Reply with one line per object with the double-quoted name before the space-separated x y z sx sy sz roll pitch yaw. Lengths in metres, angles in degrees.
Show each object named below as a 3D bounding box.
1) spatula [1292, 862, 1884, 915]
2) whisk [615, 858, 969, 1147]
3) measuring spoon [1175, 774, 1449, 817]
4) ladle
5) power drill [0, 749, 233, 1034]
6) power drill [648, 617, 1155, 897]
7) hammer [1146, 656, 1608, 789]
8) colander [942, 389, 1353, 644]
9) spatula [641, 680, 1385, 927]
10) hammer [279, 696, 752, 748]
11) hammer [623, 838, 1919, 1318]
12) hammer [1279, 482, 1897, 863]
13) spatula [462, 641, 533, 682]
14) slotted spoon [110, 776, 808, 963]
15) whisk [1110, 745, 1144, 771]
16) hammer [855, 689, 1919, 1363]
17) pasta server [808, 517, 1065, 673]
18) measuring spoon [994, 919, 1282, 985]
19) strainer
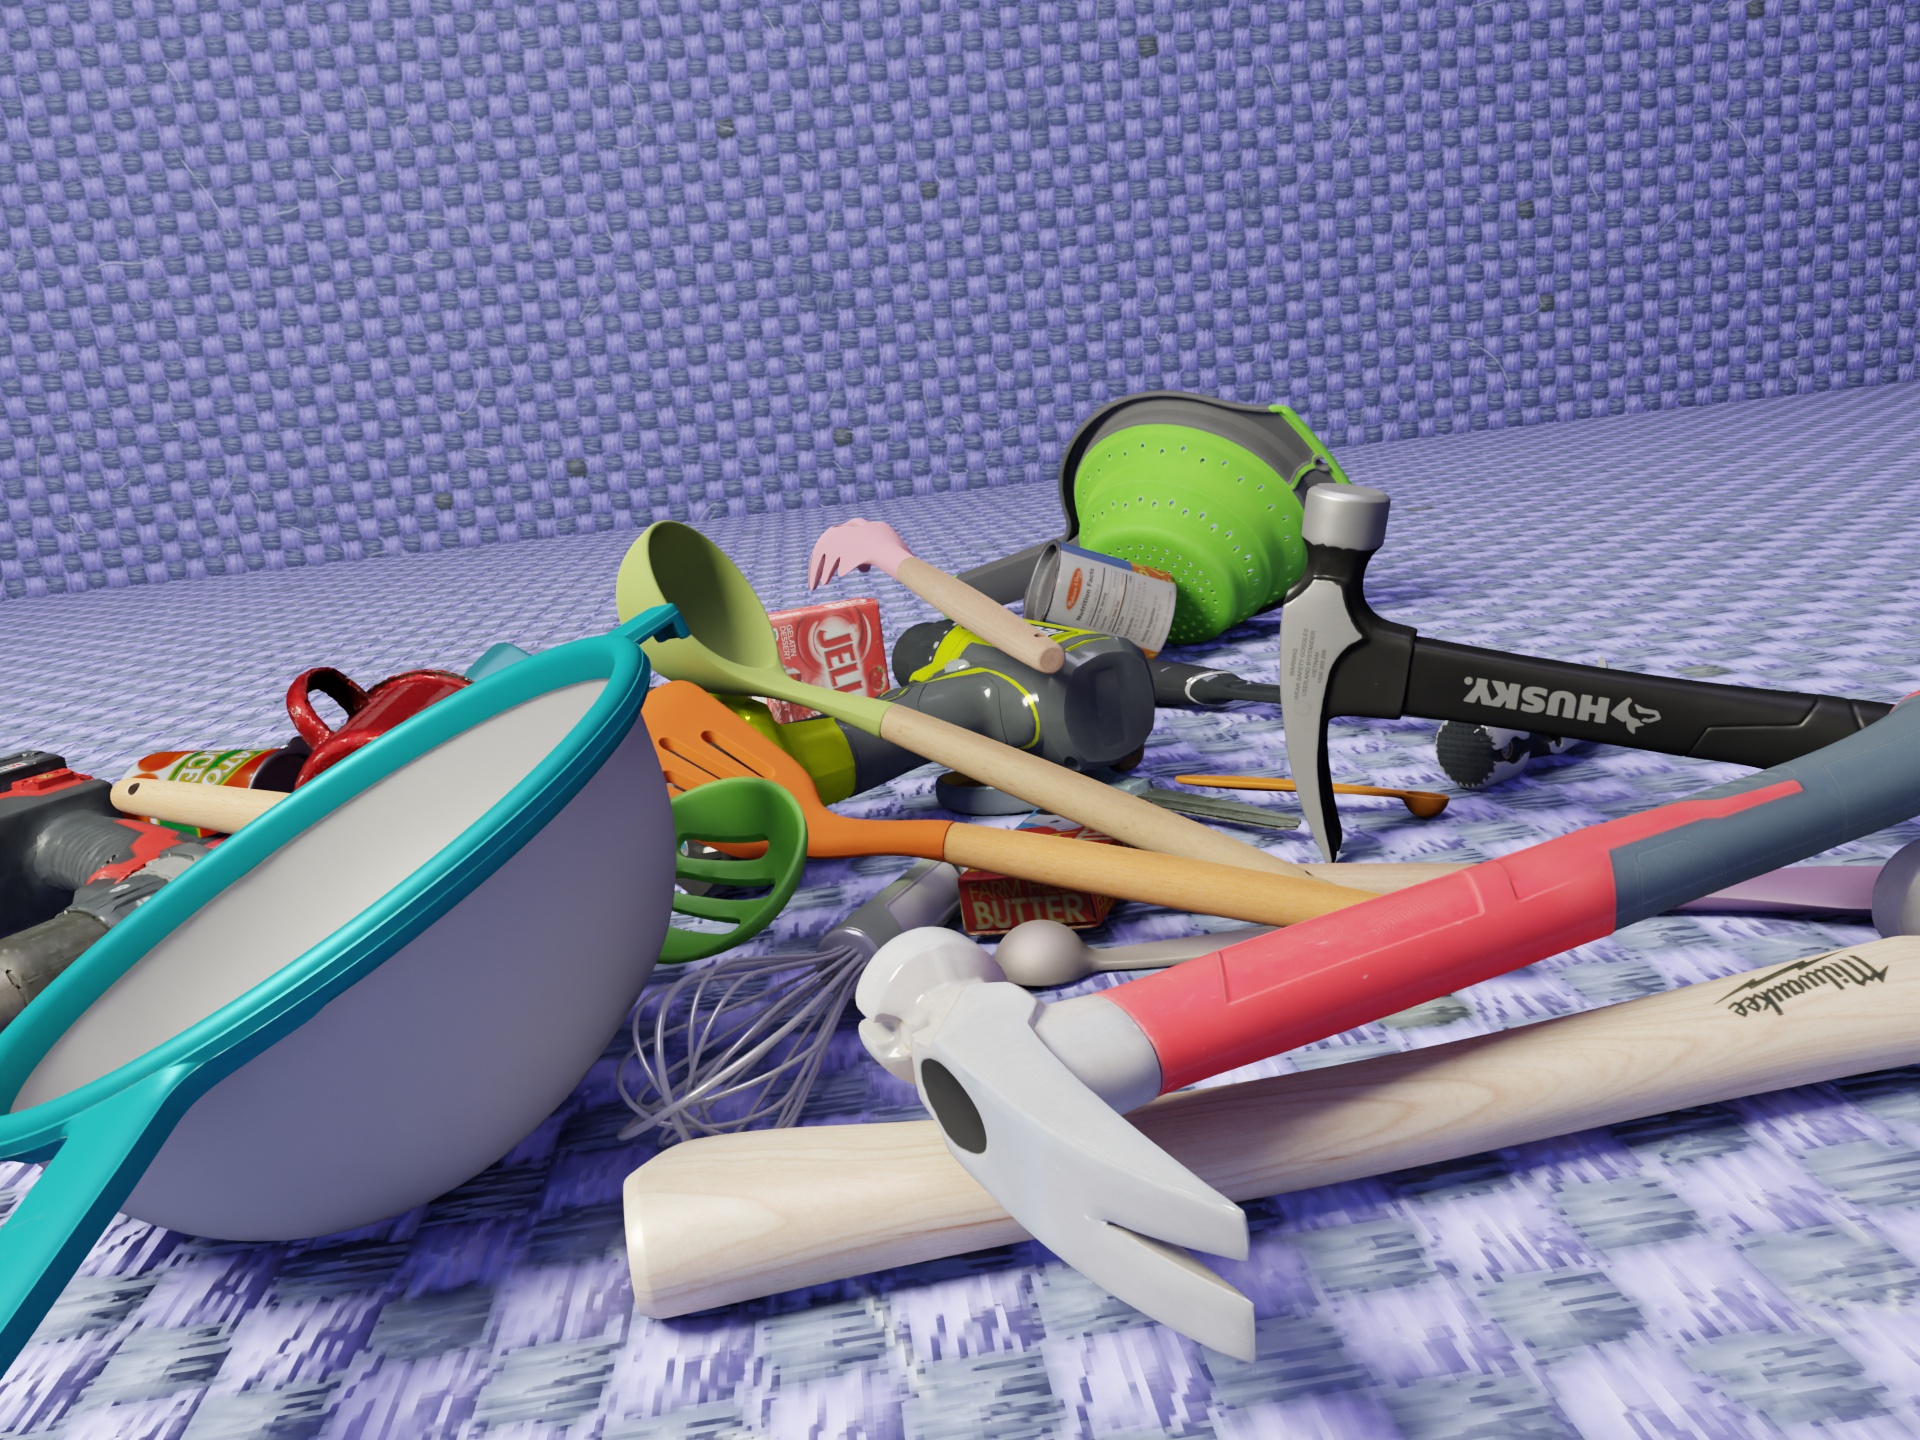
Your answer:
"spatula" 0.216 0.058 0.554 0.316 0.018 0.060 -1 7 16
"whisk" -0.039 0.081 0.518 0.059 0.058 0.246 -34 -2 20
"measuring spoon" 0.151 0.033 0.689 0.117 0.011 0.021 4 6 18
"ladle" -0.001 -0.002 0.608 0.320 0.062 0.078 22 9 23
"power drill" -0.365 0.074 0.641 0.227 0.080 0.188 3 16 25
"power drill" -0.048 0.000 0.757 0.228 0.080 0.191 -17 17 -27
"hammer" 0.160 -0.019 0.888 0.149 0.036 0.409 -15 15 -38
"colander" 0.098 -0.106 1.165 0.397 0.204 0.094 -15 37 47
"spatula" 0.019 0.039 0.551 0.323 0.041 0.081 8 32 21
"hammer" -0.241 0.009 0.920 0.331 0.033 0.128 -12 14 -9
"hammer" 0.126 0.096 0.391 0.410 0.038 0.146 -9 14 -9
"hammer" 0.282 0.007 0.578 0.335 0.146 0.035 10 17 18
"spatula" -0.170 -0.011 0.992 0.317 0.044 0.082 0 37 20
"slotted spoon" -0.190 0.041 0.569 0.314 0.031 0.070 5 57 24
"whisk" 0.032 -0.011 0.900 0.047 0.051 0.245 -6 14 -26
"hammer" 0.176 0.046 0.412 0.386 0.038 0.143 -14 18 -24
"pasta server" -0.015 -0.061 0.786 0.060 0.040 0.316 -10 19 -18
"measuring spoon" 0.072 0.074 0.552 0.124 0.018 0.034 -6 12 -2
"strainer" -0.156 0.098 0.390 0.211 0.095 0.341 -27 21 12
